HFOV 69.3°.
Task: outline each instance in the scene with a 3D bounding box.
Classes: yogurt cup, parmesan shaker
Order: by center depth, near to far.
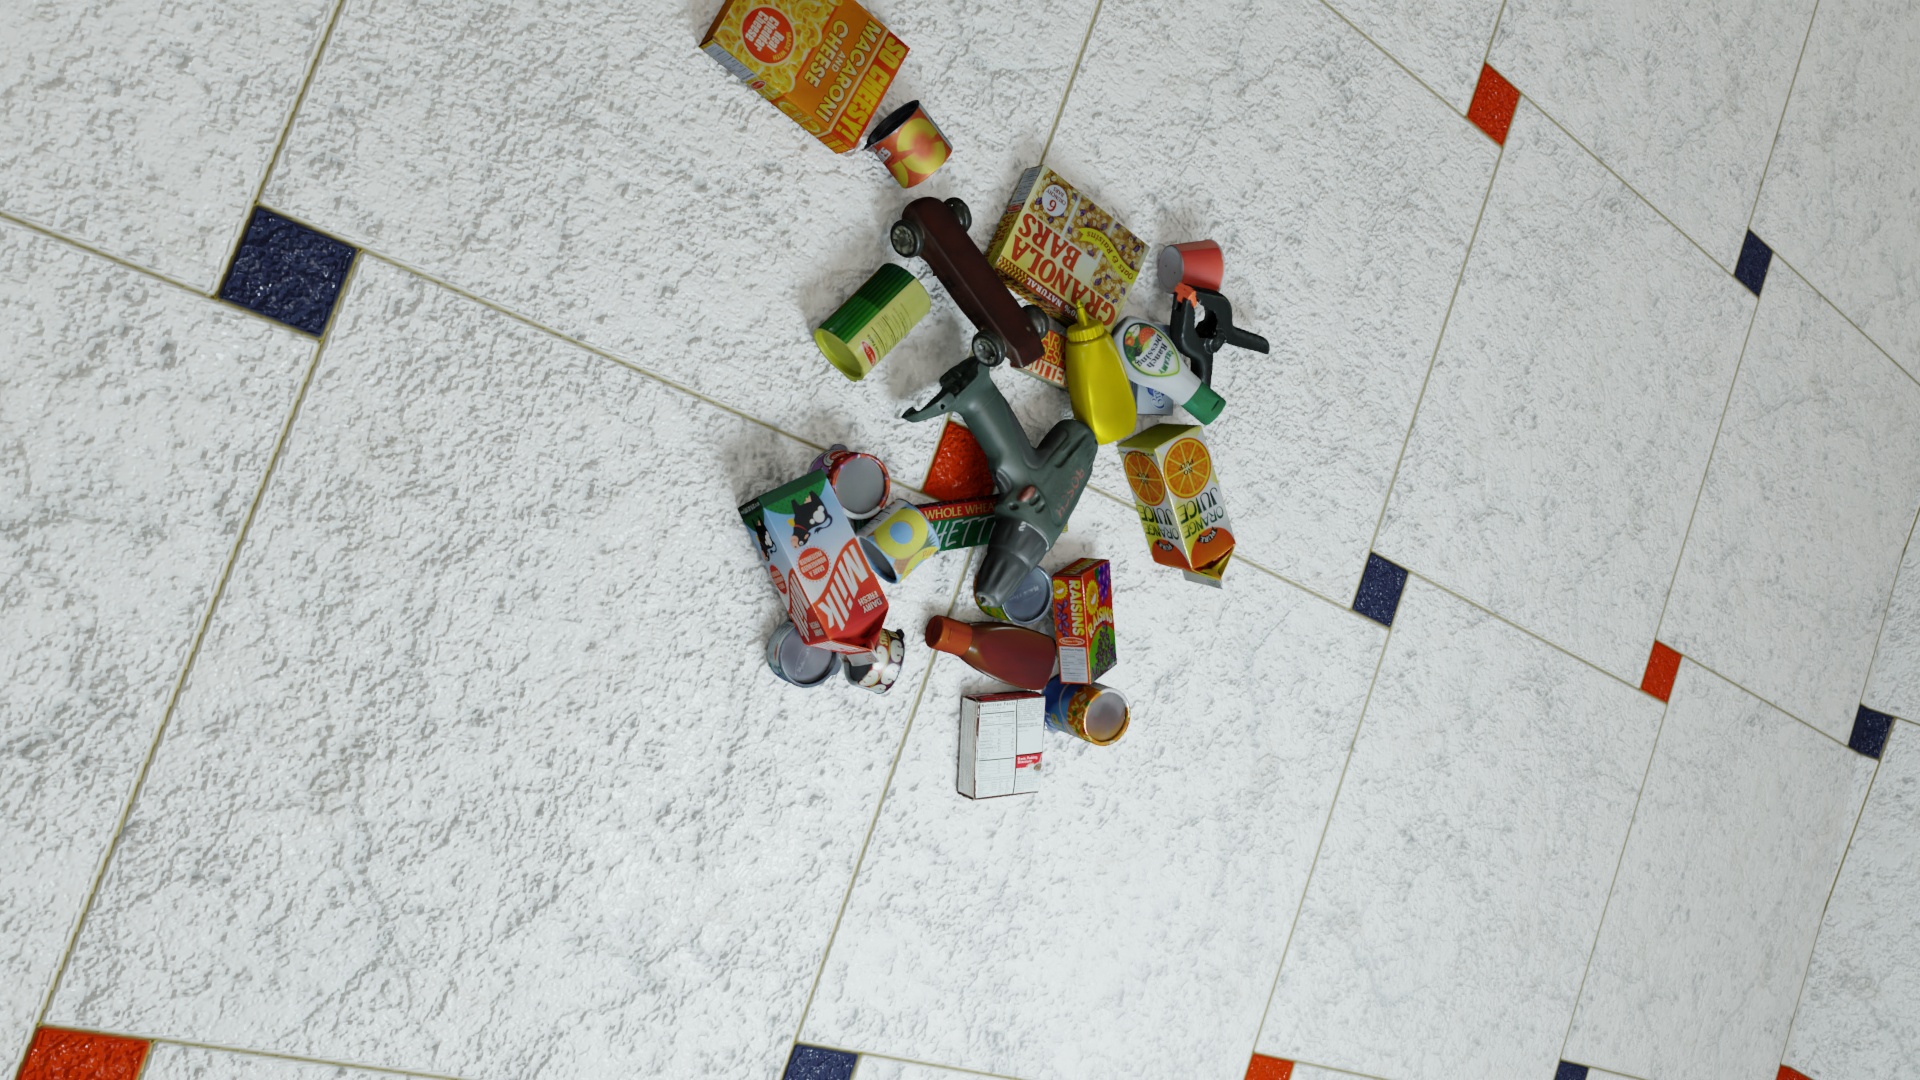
[{"bbox_3d":[-0.085,-0.215,1.368,0.103,0.071,0.071,-48,117,-19],"label":"parmesan shaker"},{"bbox_3d":[0.259,-0.306,1.570,0.054,0.072,0.072,-5,98,-23],"label":"yogurt cup"}]

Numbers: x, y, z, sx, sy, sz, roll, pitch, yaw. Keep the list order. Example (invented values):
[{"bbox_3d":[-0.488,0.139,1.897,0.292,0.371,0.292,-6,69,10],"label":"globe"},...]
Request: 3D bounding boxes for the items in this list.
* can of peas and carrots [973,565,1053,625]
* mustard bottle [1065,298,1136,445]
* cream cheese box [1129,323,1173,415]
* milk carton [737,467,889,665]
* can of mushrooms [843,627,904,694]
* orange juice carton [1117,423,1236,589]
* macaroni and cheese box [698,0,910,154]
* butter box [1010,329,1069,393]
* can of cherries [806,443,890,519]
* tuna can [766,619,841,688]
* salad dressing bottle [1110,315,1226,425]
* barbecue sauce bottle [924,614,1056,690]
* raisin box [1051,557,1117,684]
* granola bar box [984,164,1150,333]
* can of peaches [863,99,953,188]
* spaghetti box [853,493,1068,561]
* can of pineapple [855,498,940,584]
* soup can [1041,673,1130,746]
[{"bbox_3d":[0.055,0.052,1.487,0.071,0.058,0.071,-4,97,-31],"label":"can of peas and carrots"},{"bbox_3d":[0.144,-0.184,1.487,0.065,0.049,0.159,-22,113,-18],"label":"mustard bottle"},{"bbox_3d":[0.217,-0.194,1.578,0.053,0.024,0.103,-1,96,-30],"label":"cream cheese box"},{"bbox_3d":[-0.133,0.034,1.335,0.074,0.072,0.190,-27,94,-26],"label":"milk carton"},{"bbox_3d":[-0.087,0.117,1.402,0.033,0.071,0.071,22,85,-30],"label":"can of mushrooms"},{"bbox_3d":[0.253,-0.034,1.591,0.073,0.072,0.192,-28,109,-25],"label":"orange juice carton"},{"bbox_3d":[-0.145,-0.467,1.315,0.166,0.040,0.124,33,78,-30],"label":"macaroni and cheese box"},{"bbox_3d":[0.106,-0.195,1.510,0.103,0.024,0.053,19,86,-32],"label":"butter box"},{"bbox_3d":[-0.111,-0.058,1.372,0.072,0.058,0.071,-5,99,-31],"label":"can of cherries"},{"bbox_3d":[-0.155,0.112,1.380,0.071,0.033,0.071,-4,97,-31],"label":"tuna can"},{"bbox_3d":[0.227,-0.186,1.535,0.147,0.044,0.064,38,76,-9],"label":"salad dressing bottle"},{"bbox_3d":[0.032,0.115,1.489,0.148,0.043,0.065,19,83,-31],"label":"barbecue sauce bottle"},{"bbox_3d":[0.137,0.088,1.533,0.086,0.040,0.123,-23,110,-60],"label":"raisin box"},{"bbox_3d":[0.113,-0.305,1.493,0.165,0.039,0.124,30,80,-31],"label":"granola bar box"},{"bbox_3d":[-0.051,-0.388,1.368,0.058,0.071,0.071,47,72,-28],"label":"can of peaches"},{"bbox_3d":[0.005,-0.018,1.466,0.251,0.028,0.050,-9,99,-31],"label":"spaghetti box"},{"bbox_3d":[-0.062,0.003,1.369,0.058,0.071,0.071,-41,115,-20],"label":"can of pineapple"},{"bbox_3d":[0.137,0.189,1.538,0.071,0.084,0.071,-5,99,-31],"label":"soup can"}]
